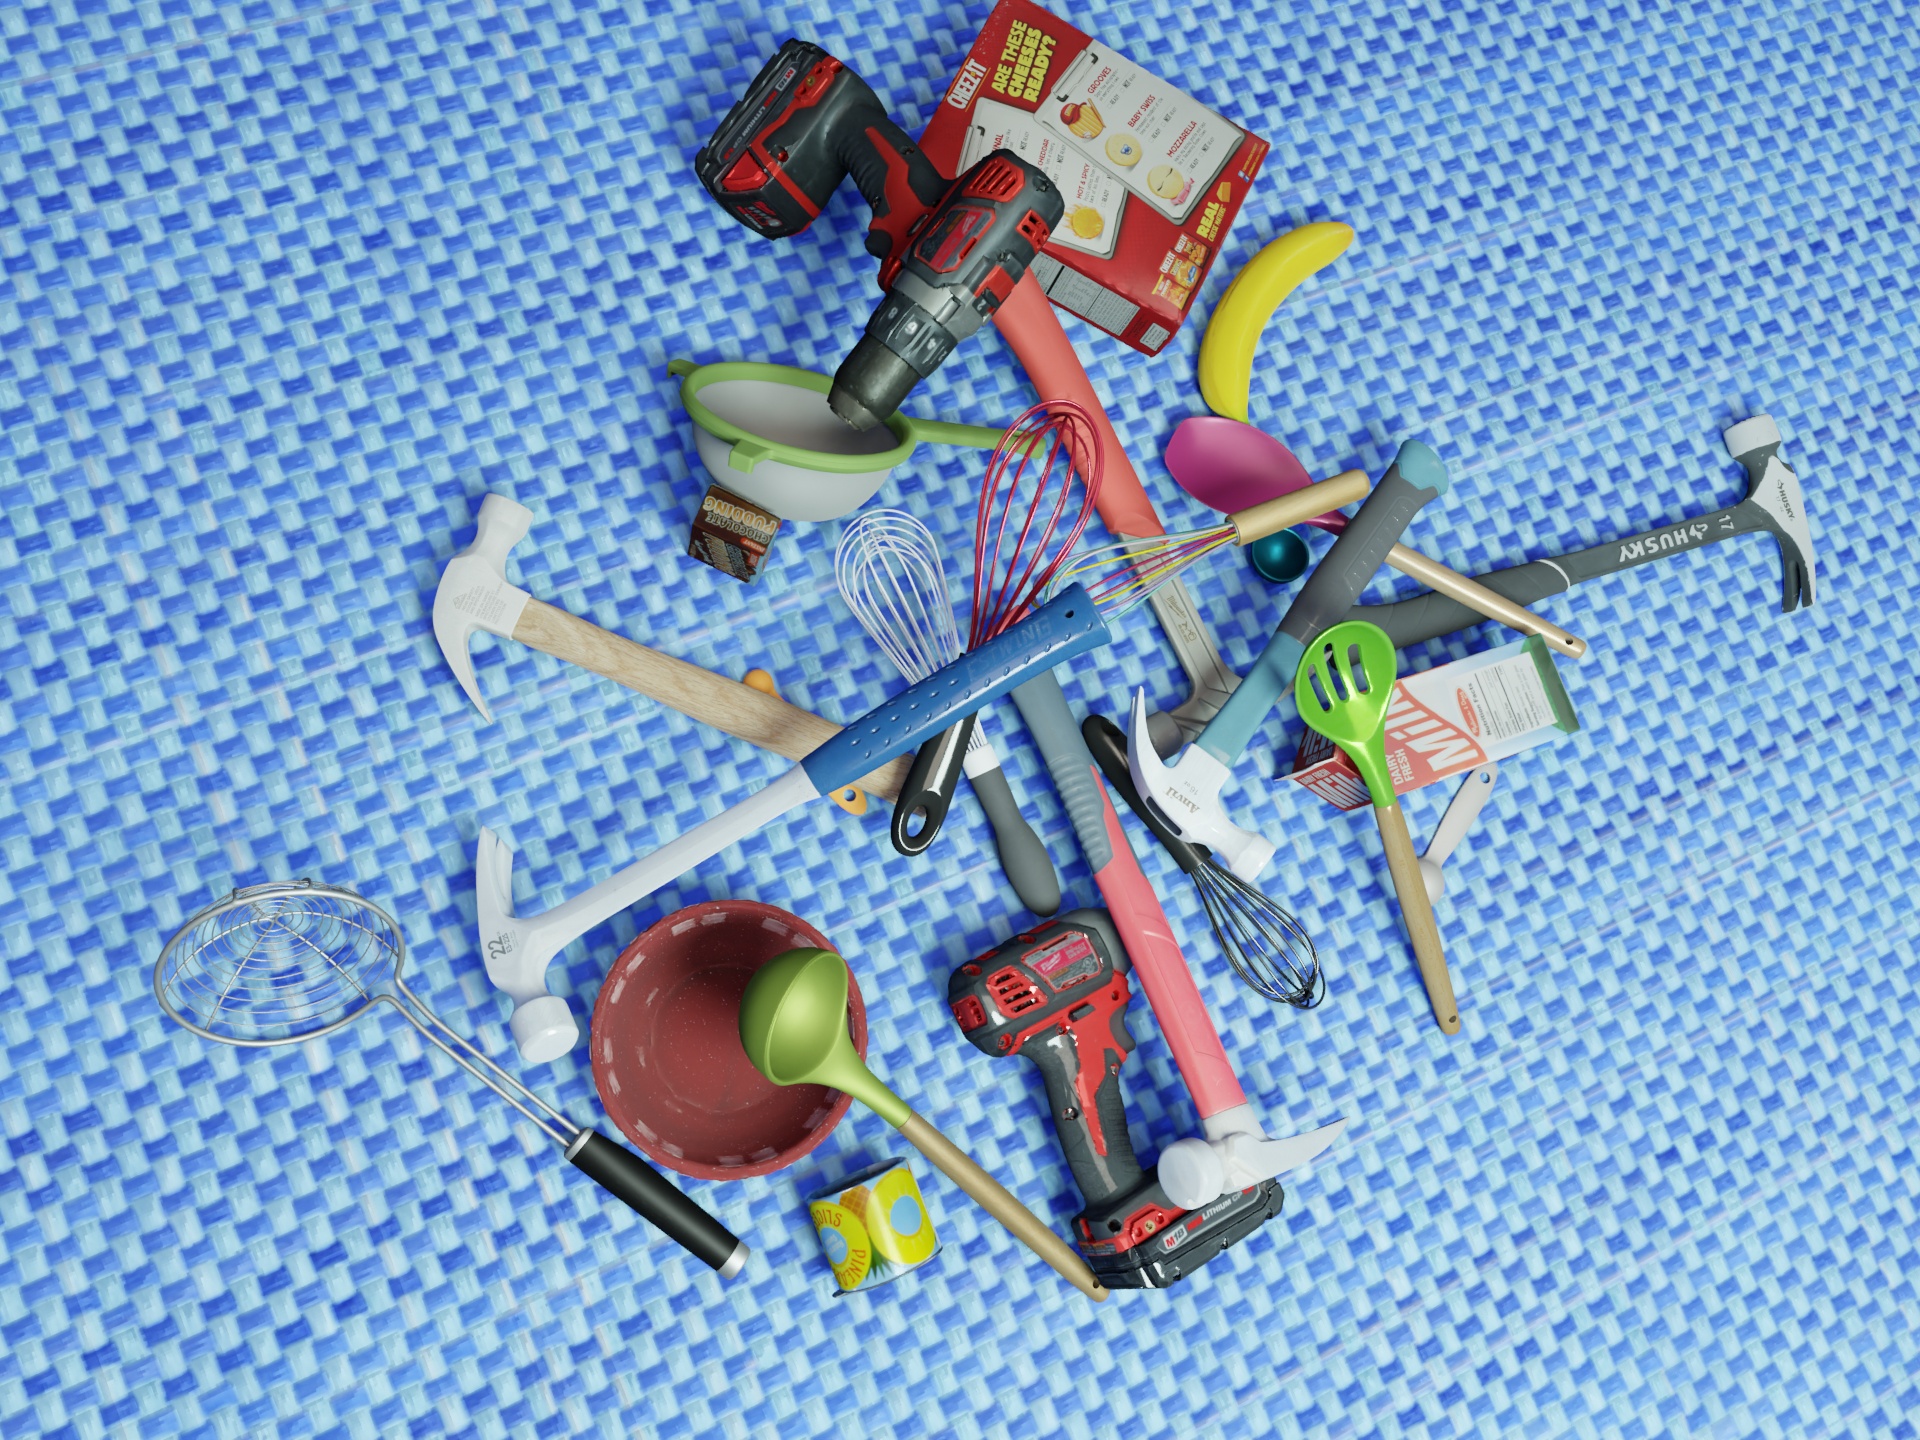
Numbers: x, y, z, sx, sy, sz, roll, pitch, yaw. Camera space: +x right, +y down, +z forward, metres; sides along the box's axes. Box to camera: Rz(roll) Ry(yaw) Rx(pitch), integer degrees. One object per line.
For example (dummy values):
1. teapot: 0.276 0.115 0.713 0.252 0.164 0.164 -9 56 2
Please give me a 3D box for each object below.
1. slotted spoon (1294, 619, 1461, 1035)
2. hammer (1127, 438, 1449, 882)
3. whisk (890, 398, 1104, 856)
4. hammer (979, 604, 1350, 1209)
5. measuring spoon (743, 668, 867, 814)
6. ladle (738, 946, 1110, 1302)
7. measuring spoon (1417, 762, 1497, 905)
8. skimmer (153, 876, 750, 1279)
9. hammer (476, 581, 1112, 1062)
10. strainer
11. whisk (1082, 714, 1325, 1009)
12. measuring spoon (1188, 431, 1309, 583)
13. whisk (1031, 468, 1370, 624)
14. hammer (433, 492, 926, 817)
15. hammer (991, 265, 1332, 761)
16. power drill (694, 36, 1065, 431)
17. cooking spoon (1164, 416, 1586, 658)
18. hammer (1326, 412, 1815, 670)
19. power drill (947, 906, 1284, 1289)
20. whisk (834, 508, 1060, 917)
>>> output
1. slotted spoon: 0.276 0.074 1.018 0.070 0.031 0.313 -24 111 -6
2. hammer: 0.225 -0.058 1.039 0.128 0.033 0.331 36 71 7
3. whisk: 0.017 -0.056 0.973 0.073 0.073 0.296 20 91 -8
4. hammer: 0.112 0.099 0.993 0.143 0.038 0.387 -5 64 -41
5. measuring spoon: -0.098 0.014 1.015 0.021 0.011 0.117 -39 89 -16
6. ladle: -0.009 0.248 0.927 0.320 0.062 0.078 46 59 -19
7. measuring spoon: 0.342 0.076 1.098 0.034 0.018 0.124 37 73 -3
8. skimmer: -0.274 0.218 0.896 0.363 0.090 0.127 39 109 -6
9. hammer: -0.099 0.034 0.923 0.405 0.035 0.144 -31 60 -2
10. strainer: -0.062 -0.168 1.034 0.256 0.152 0.069 1 123 -30
11. whisk: 0.158 0.091 1.042 0.055 0.055 0.239 -36 84 -16
12. measuring spoon: 0.196 -0.148 1.114 0.042 0.021 0.129 -29 77 -18
13. whisk: 0.158 -0.112 1.024 0.245 0.047 0.051 -21 92 -13
14. hammer: -0.166 -0.016 0.986 0.331 0.031 0.130 24 80 -6
15. hammer: 0.110 -0.160 1.060 0.149 0.037 0.359 -29 95 -16
16. power drill: -0.066 -0.303 0.996 0.227 0.080 0.188 42 96 27
17. cooking spoon: 0.287 -0.121 1.097 0.319 0.017 0.069 28 76 2
18. hammer: 0.445 -0.105 1.150 0.409 0.036 0.149 -17 84 -15
19. power drill: 0.098 0.224 0.983 0.143 0.078 0.220 -23 81 -27
20. whisk: -0.001 -0.004 1.020 0.070 0.070 0.284 -26 90 -16
